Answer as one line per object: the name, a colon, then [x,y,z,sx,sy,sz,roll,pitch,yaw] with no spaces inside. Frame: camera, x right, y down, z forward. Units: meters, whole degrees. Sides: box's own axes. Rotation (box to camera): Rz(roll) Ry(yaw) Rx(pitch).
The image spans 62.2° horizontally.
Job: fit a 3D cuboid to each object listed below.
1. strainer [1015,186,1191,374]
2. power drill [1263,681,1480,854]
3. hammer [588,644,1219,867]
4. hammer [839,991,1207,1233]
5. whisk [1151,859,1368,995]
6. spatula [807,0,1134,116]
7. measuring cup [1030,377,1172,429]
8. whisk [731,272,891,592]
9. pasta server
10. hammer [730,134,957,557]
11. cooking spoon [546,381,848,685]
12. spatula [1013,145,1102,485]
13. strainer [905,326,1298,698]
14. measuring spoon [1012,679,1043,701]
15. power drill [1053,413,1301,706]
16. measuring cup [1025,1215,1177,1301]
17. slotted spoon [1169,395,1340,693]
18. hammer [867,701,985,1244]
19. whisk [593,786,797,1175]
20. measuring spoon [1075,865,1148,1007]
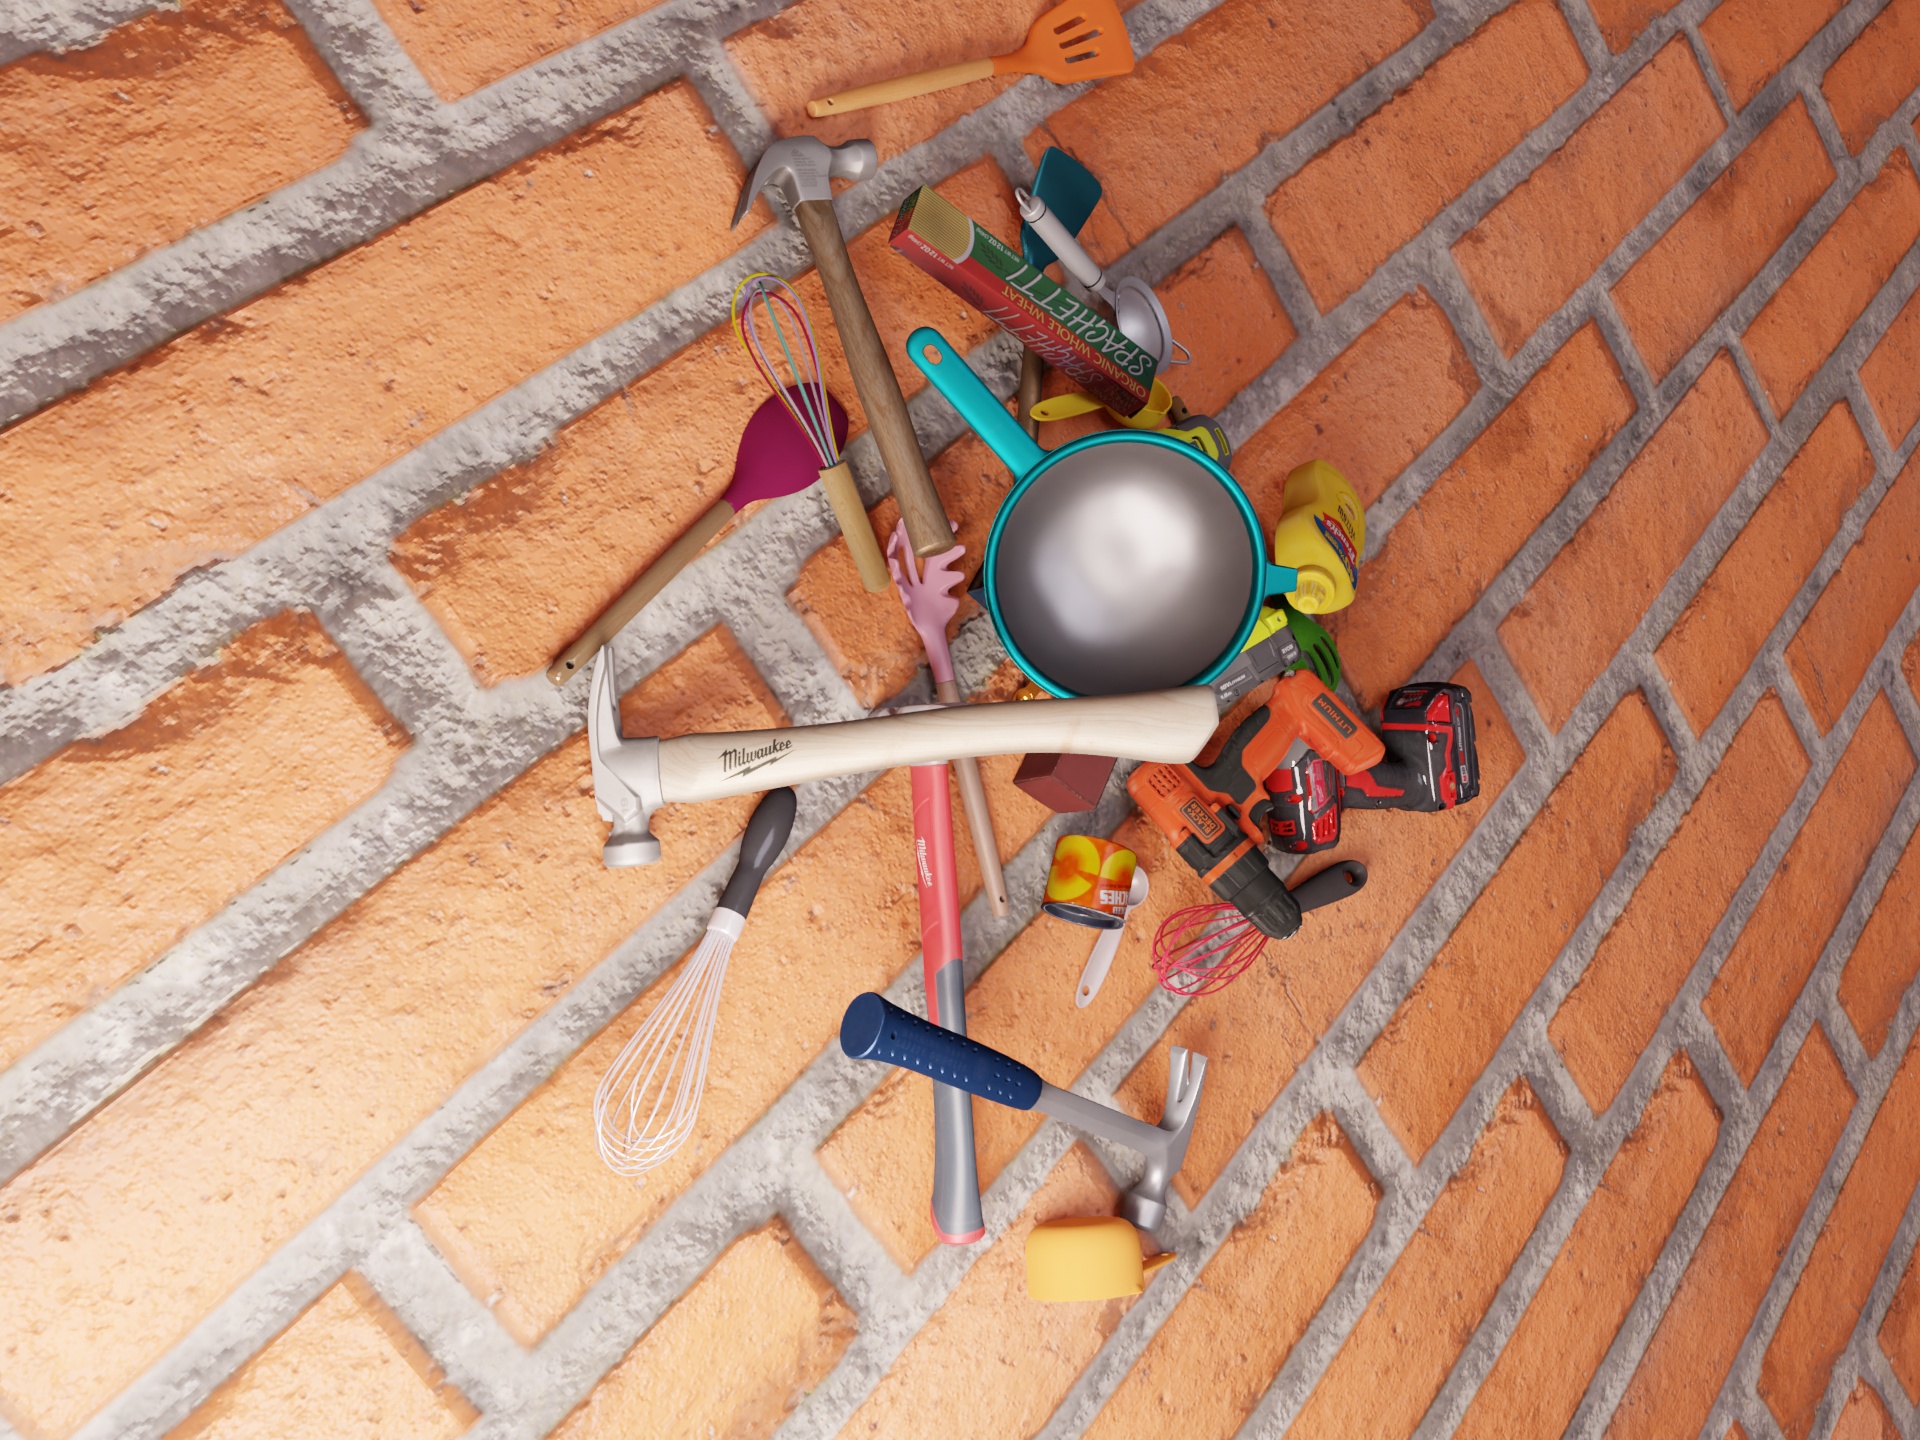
strainer: [0.111,-0.356,1.299,0.258,0.050,0.087,33,55,-50]
power drill: [0.361,0.031,1.429,0.219,0.078,0.143,-11,96,-32]
hammer: [-0.038,0.004,1.048,0.410,0.038,0.146,-6,90,0]
hammer: [0.058,0.261,1.133,0.405,0.035,0.144,34,73,-46]
whisk: [0.261,0.168,1.356,0.295,0.073,0.073,-16,93,-42]
spatula: [0.010,-0.531,1.291,0.322,0.041,0.081,-29,101,-33]
measuring cup: [0.111,-0.257,1.315,0.156,0.029,0.062,-20,63,-37]
whisk: [-0.104,-0.204,1.151,0.047,0.051,0.244,-27,112,-14]
pasta server: [-0.002,-0.004,1.209,0.060,0.040,0.316,-15,93,-28]
hammer: [-0.074,-0.277,1.176,0.130,0.031,0.331,-16,83,-32]
cooking spoon: [-0.180,-0.134,1.117,0.068,0.017,0.319,50,59,-18]
spatula: [0.067,-0.302,1.296,0.082,0.044,0.317,16,75,-51]
strainer: [0.078,-0.163,1.209,0.211,0.095,0.340,-42,98,6]
measuring spoon: [0.073,-0.048,1.286,0.021,0.011,0.117,50,56,-19]
power drill: [0.174,-0.124,1.326,0.190,0.080,0.228,-29,98,-30]
measuring cup: [0.117,0.403,1.219,0.173,0.095,0.052,7,74,-52]
slotted spoon: [0.263,-0.149,1.420,0.070,0.031,0.313,-37,103,-30]
hammer: [-0.003,0.180,1.132,0.038,0.143,0.386,-4,90,-36]
whisk: [-0.170,0.164,1.061,0.070,0.070,0.285,35,60,-26]
measuring spoon: [0.117,0.174,1.283,0.034,0.018,0.124,33,73,-27]
